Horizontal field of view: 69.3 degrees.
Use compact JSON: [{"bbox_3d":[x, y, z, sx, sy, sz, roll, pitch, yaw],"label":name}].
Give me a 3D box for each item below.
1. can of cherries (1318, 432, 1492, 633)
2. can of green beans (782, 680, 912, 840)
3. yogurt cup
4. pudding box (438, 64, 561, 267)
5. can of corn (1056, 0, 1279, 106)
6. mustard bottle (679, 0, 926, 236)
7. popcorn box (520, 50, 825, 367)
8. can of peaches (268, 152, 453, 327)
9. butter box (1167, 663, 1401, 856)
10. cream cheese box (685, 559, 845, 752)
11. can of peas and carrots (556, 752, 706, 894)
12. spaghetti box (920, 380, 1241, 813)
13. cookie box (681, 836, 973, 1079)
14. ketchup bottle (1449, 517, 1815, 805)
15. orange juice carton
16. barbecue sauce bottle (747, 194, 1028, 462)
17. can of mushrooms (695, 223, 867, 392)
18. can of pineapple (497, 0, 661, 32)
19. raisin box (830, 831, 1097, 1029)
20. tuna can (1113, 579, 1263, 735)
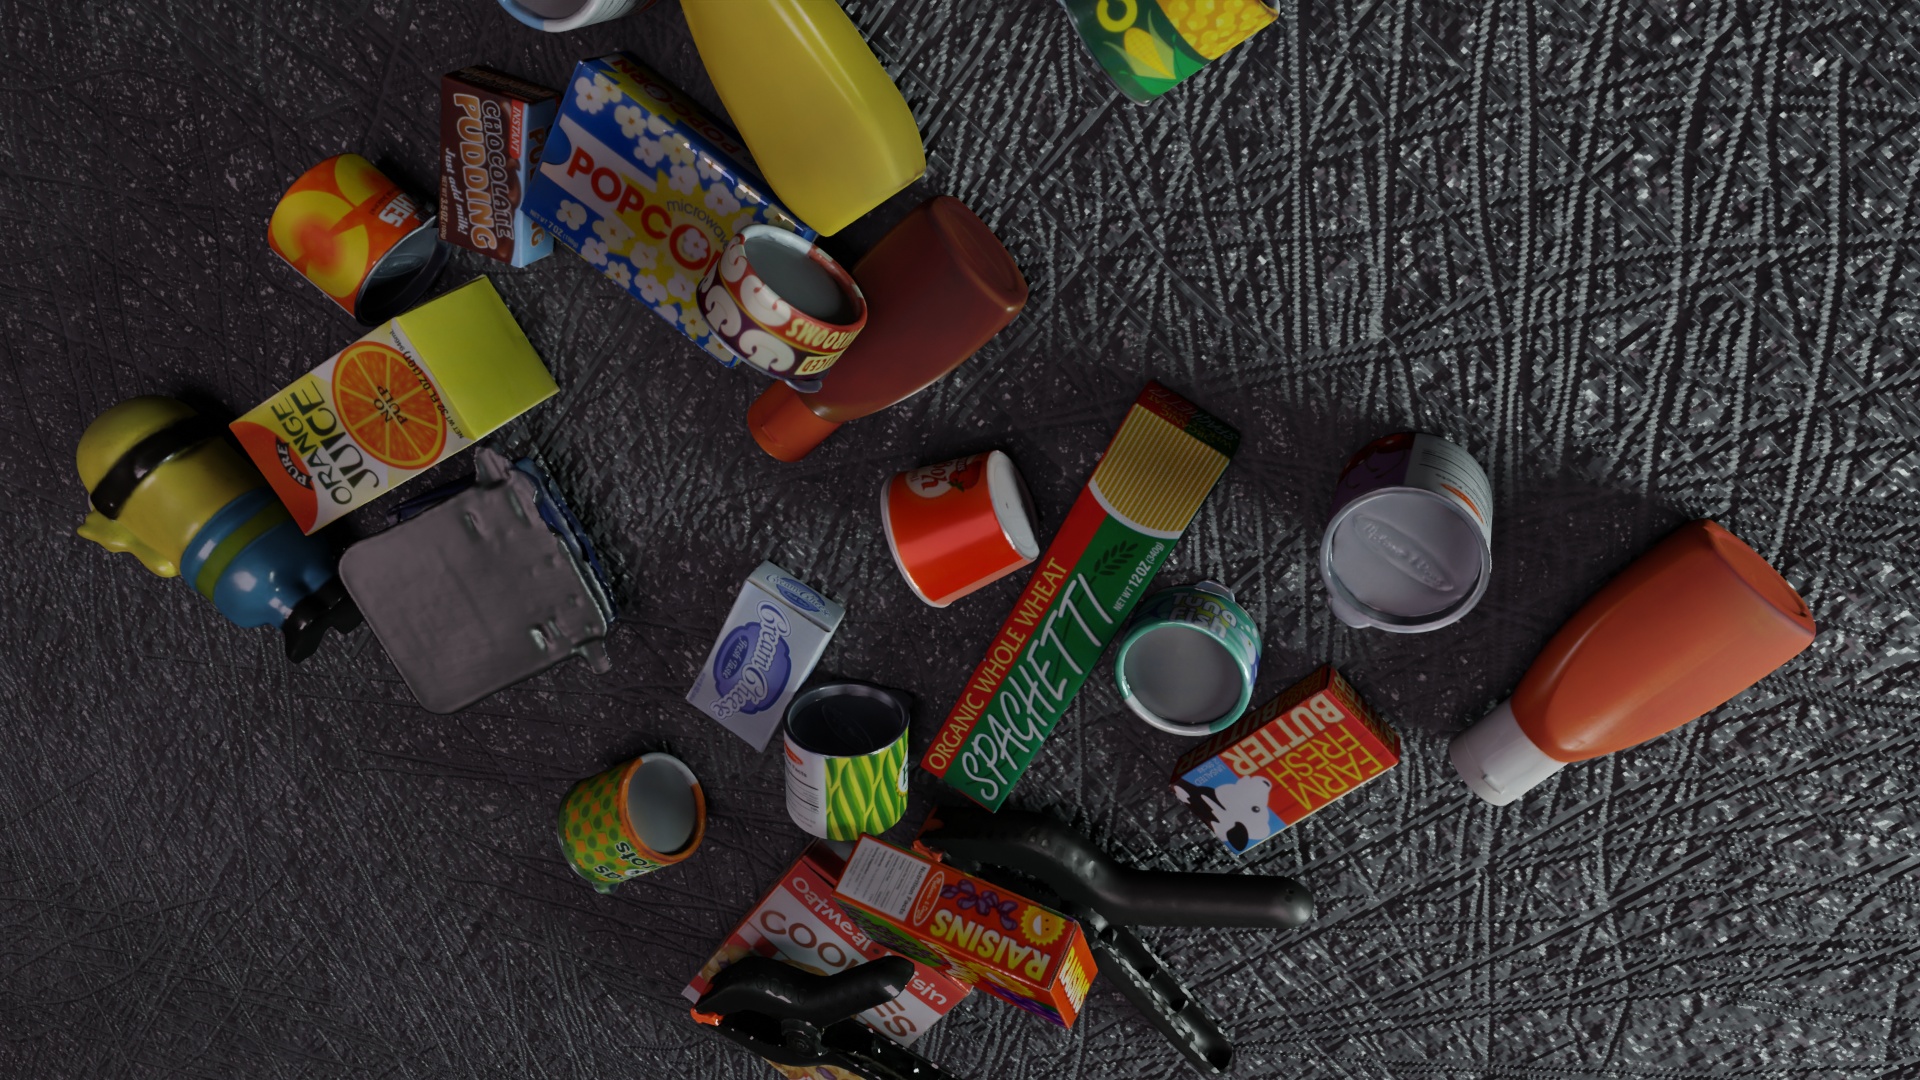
[{"bbox_3d":[0.184,-0.003,0.578,0.071,0.059,0.071,9,120,17],"label":"can of cherries"},{"bbox_3d":[-0.060,0.117,0.738,0.071,0.071,0.057,11,121,17],"label":"can of green beans"},{"bbox_3d":[0.002,-0.008,0.648,0.054,0.073,0.072,-20,108,21],"label":"yogurt cup"},{"bbox_3d":[-0.222,-0.179,0.669,0.050,0.030,0.083,21,123,10],"label":"pudding box"},{"bbox_3d":[0.074,-0.205,0.509,0.058,0.071,0.071,-27,104,31],"label":"can of corn"},{"bbox_3d":[-0.077,-0.210,0.582,0.065,0.049,0.160,-24,104,30],"label":"mustard bottle"},{"bbox_3d":[-0.130,-0.152,0.641,0.127,0.038,0.084,37,125,0],"label":"popcorn box"},{"bbox_3d":[-0.298,-0.152,0.694,0.058,0.071,0.071,39,124,0],"label":"can of peaches"},{"bbox_3d":[0.155,0.107,0.669,0.053,0.024,0.103,45,124,-5],"label":"butter box"},{"bbox_3d":[-0.107,0.064,0.754,0.053,0.024,0.103,33,124,3],"label":"cream cheese box"},{"bbox_3d":[-0.192,0.166,0.816,0.058,0.071,0.071,-25,105,30],"label":"can of peas and carrots"},{"bbox_3d":[0.051,0.037,0.672,0.050,0.029,0.248,32,124,5],"label":"spaghetti box"},{"bbox_3d":[-0.079,0.261,0.837,0.123,0.040,0.166,39,124,-1],"label":"cookie box"},{"bbox_3d":[0.272,0.059,0.583,0.065,0.044,0.148,41,124,-1],"label":"ketchup bottle"},{"bbox_3d":[-0.315,-0.064,0.743,0.192,0.073,0.071,-21,107,30],"label":"orange juice carton"},{"bbox_3d":[-0.040,-0.089,0.634,0.148,0.044,0.065,-36,95,34],"label":"barbecue sauce bottle"},{"bbox_3d":[-0.073,-0.098,0.585,0.071,0.071,0.033,41,119,-2],"label":"can of mushrooms"},{"bbox_3d":[-0.163,-0.255,0.588,0.071,0.058,0.070,10,120,18],"label":"can of pineapple"},{"bbox_3d":[0.004,0.201,0.717,0.123,0.040,0.085,18,153,22],"label":"raisin box"},{"bbox_3d":[0.108,0.055,0.655,0.071,0.033,0.070,10,120,18],"label":"tuna can"}]
